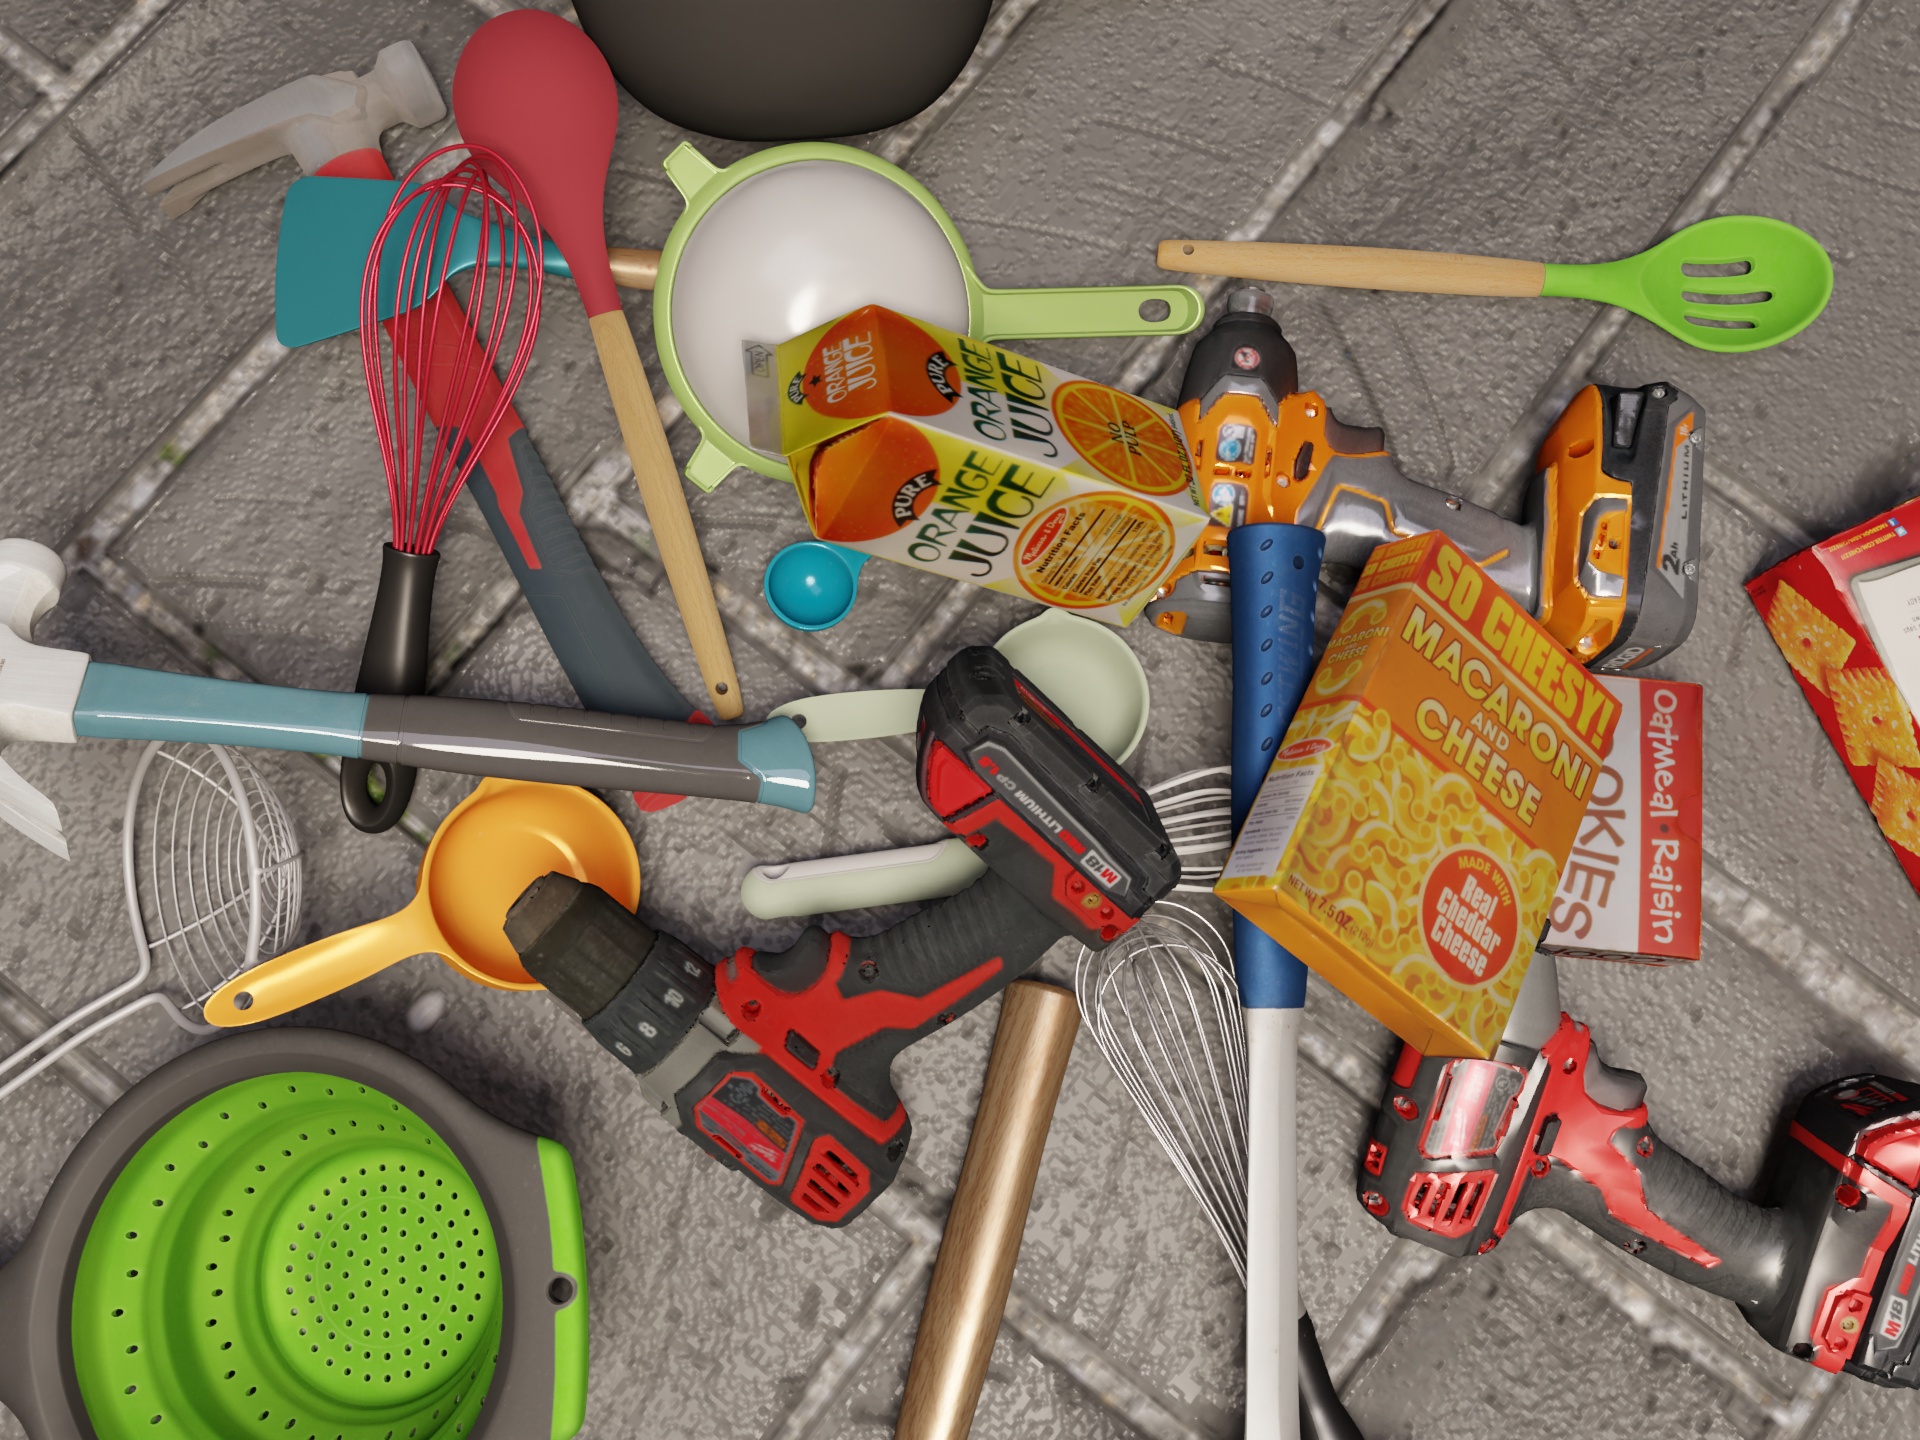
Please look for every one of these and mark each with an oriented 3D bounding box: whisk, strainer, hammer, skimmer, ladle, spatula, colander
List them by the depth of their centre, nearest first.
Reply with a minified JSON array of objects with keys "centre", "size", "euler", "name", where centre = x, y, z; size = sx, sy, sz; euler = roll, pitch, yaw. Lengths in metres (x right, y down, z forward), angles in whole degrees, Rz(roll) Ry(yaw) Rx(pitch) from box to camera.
[{"centre":[0.117,0.123,0.622],"size":[0.144,0.035,0.405],"euler":[4,82,-19],"name":"hammer"},{"centre":[-0.326,0.232,0.629],"size":[0.397,0.094,0.204],"euler":[-6,79,5],"name":"colander"},{"centre":[-0.221,0.002,0.632],"size":[0.331,0.033,0.128],"euler":[6,51,-15],"name":"hammer"},{"centre":[-0.418,0.144,0.641],"size":[0.363,0.090,0.127],"euler":[-37,62,-6],"name":"skimmer"},{"centre":[-0.009,0.268,0.643],"size":[0.130,0.031,0.331],"euler":[10,73,19],"name":"hammer"},{"centre":[0.118,0.208,0.656],"size":[0.070,0.070,0.285],"euler":[-20,85,-5],"name":"whisk"},{"centre":[-0.227,-0.091,0.669],"size":[0.073,0.073,0.295],"euler":[14,103,2],"name":"whisk"},{"centre":[-0.147,-0.150,0.690],"size":[0.069,0.031,0.315],"euler":[-16,100,0],"name":"ladle"},{"centre":[0.026,0.059,0.691],"size":[0.246,0.058,0.059],"euler":[-8,109,1],"name":"whisk"},{"centre":[-0.005,-0.180,0.706],"size":[0.256,0.069,0.151],"euler":[-4,104,-12],"name":"strainer"},{"centre":[-0.144,-0.202,0.725],"size":[0.317,0.044,0.082],"euler":[2,76,-16],"name":"spatula"},{"centre":[-0.232,-0.125,0.727],"size":[0.143,0.038,0.386],"euler":[-28,80,-5],"name":"hammer"},{"centre":[-0.021,-0.320,0.737],"size":[0.340,0.211,0.095],"euler":[-10,114,-24],"name":"strainer"}]

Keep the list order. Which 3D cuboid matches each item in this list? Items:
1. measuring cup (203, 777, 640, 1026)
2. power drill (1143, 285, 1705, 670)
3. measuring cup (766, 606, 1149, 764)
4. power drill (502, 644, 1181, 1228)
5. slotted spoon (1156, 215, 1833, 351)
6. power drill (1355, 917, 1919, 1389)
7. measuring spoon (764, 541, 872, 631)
[{"centre":[-0.219,0.085,0.652],"size":[0.173,0.052,0.095],"euler":[-22,89,-25],"name":"measuring cup"},{"centre":[0.203,-0.109,0.712],"size":[0.226,0.084,0.164],"euler":[7,79,4],"name":"power drill"},{"centre":[-0.001,-0.002,0.707],"size":[0.167,0.038,0.083],"euler":[-4,79,0],"name":"measuring cup"},{"centre":[-0.048,0.074,0.626],"size":[0.187,0.080,0.226],"euler":[43,100,-13],"name":"power drill"},{"centre":[0.251,-0.214,0.760],"size":[0.314,0.031,0.070],"euler":[4,78,2],"name":"slotted spoon"},{"centre":[0.286,0.169,0.648],"size":[0.219,0.078,0.143],"euler":[18,93,5],"name":"power drill"},{"centre":[-0.038,-0.086,0.737],"size":[0.128,0.021,0.042],"euler":[-42,85,-18],"name":"measuring spoon"}]
